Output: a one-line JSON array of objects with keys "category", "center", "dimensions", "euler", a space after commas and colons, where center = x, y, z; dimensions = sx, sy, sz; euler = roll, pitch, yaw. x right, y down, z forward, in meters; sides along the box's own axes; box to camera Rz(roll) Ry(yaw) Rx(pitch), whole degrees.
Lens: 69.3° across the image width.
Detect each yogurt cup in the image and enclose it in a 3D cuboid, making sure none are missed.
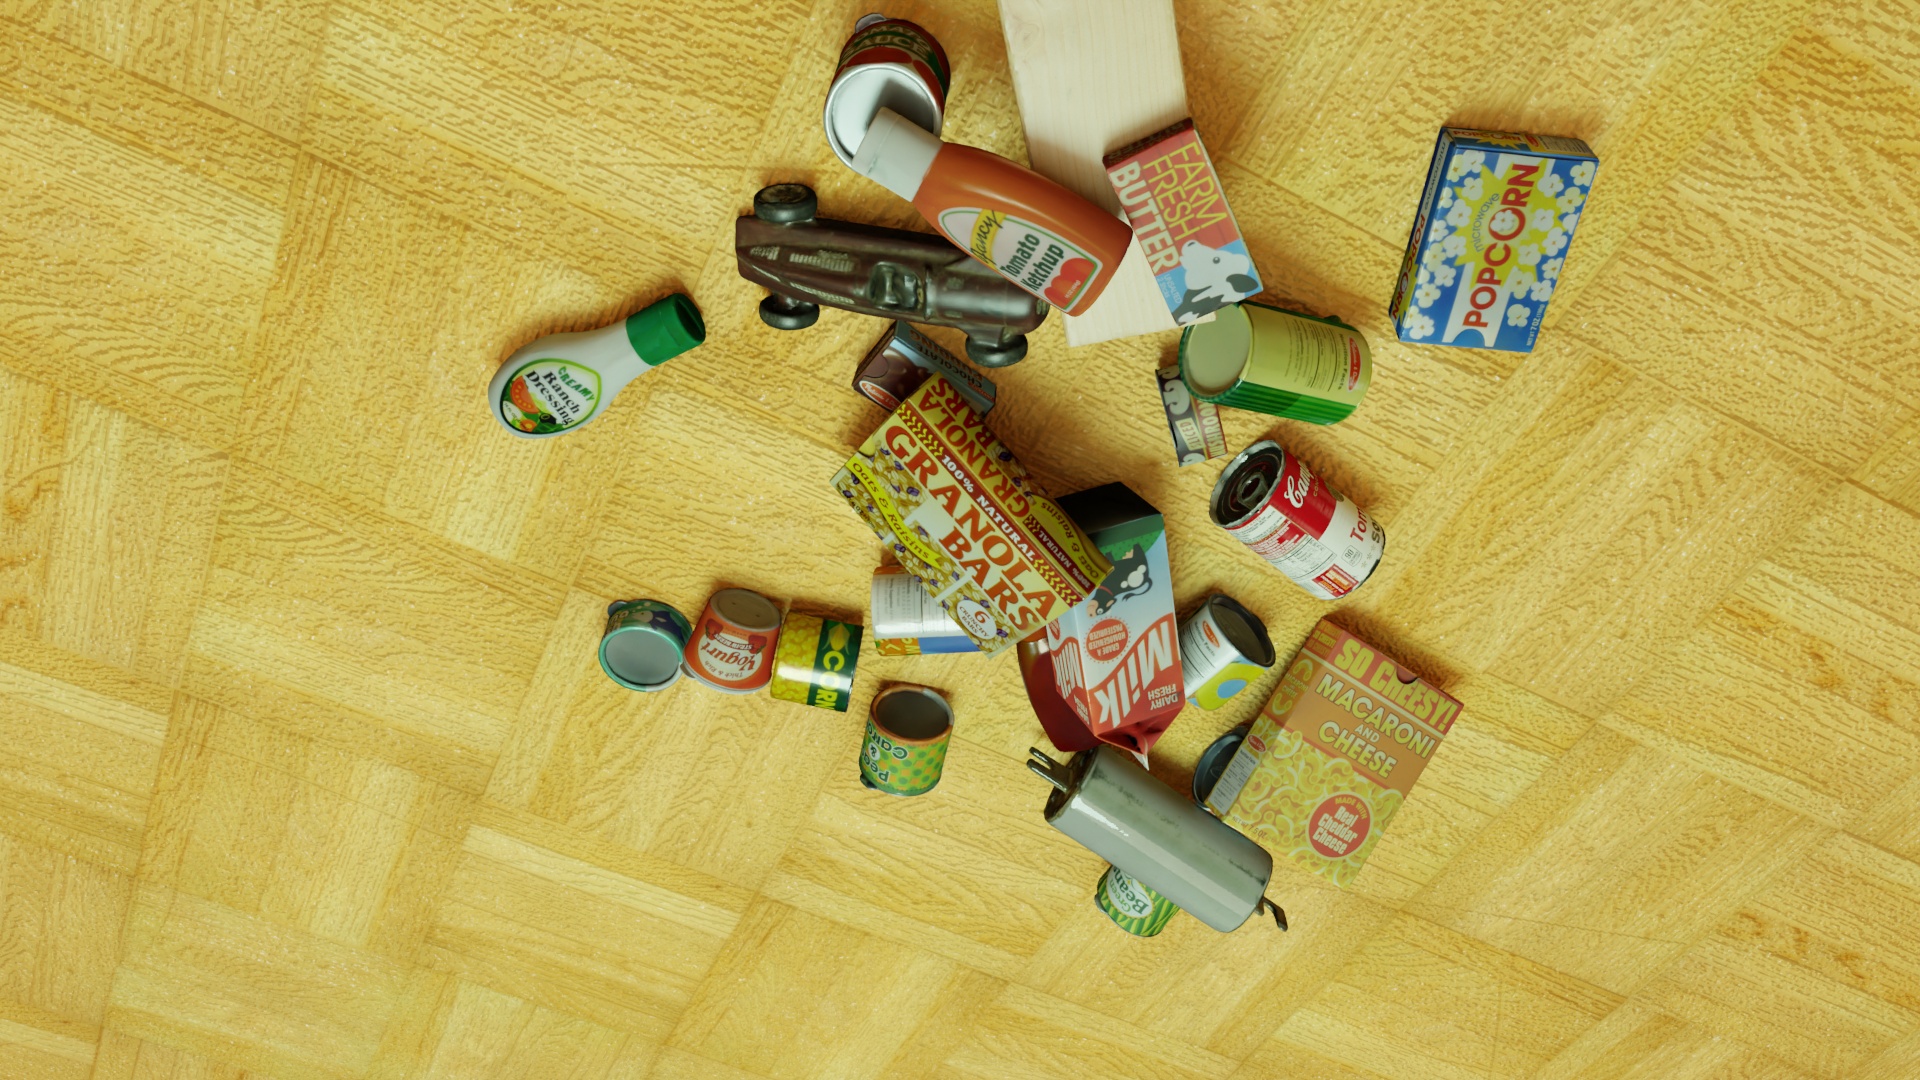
[{"category": "yogurt cup", "center": [-0.165, 0.072, 1.020], "dimensions": [0.072, 0.073, 0.053], "euler": [18, 116, -9]}]

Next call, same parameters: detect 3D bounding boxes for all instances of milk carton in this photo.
[{"category": "milk carton", "center": [0.105, 0.064, 0.965], "dimensions": [0.073, 0.072, 0.189], "euler": [-16, 115, -12]}]

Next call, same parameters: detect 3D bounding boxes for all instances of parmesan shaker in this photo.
[{"category": "parmesan shaker", "center": [0.192, -0.112, 0.853], "dimensions": [0.103, 0.071, 0.071], "euler": [6, 129, -33]}]

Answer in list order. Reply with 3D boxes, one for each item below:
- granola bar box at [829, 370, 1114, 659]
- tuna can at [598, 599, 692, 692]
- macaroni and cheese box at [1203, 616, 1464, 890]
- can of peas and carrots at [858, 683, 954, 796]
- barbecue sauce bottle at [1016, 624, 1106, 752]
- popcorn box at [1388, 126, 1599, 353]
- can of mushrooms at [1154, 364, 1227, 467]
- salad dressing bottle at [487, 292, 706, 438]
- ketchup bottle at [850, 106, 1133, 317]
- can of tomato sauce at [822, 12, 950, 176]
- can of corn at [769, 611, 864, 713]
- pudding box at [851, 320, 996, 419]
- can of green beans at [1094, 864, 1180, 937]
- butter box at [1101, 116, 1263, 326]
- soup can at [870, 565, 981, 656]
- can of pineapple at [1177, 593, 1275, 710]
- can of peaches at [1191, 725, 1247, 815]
[{"category": "granola bar box", "center": [0.003, -0.011, 0.896], "dimensions": [0.165, 0.039, 0.123], "euler": [48, 143, -2]}, {"category": "tuna can", "center": [-0.239, 0.079, 1.045], "dimensions": [0.071, 0.033, 0.070], "euler": [1, 125, 1]}, {"category": "macaroni and cheese box", "center": [0.278, 0.159, 1.030], "dimensions": [0.123, 0.040, 0.166], "euler": [31, 93, -17]}, {"category": "can of peas and carrots", "center": [-0.043, 0.153, 1.066], "dimensions": [0.071, 0.071, 0.058], "euler": [10, 124, -4]}, {"category": "barbecue sauce bottle", "center": [0.072, 0.090, 1.033], "dimensions": [0.065, 0.044, 0.148], "euler": [-21, 121, 10]}, {"category": "popcorn box", "center": [0.318, -0.181, 0.838], "dimensions": [0.085, 0.038, 0.126], "euler": [5, 124, -2]}, {"category": "can of mushrooms", "center": [0.149, -0.081, 0.894], "dimensions": [0.033, 0.071, 0.070], "euler": [-14, 123, 10]}, {"category": "salad dressing bottle", "center": [-0.236, -0.115, 0.905], "dimensions": [0.147, 0.044, 0.064], "euler": [-23, 122, 17]}, {"category": "ketchup bottle", "center": [0.015, -0.178, 0.741], "dimensions": [0.149, 0.044, 0.064], "euler": [29, 150, -8]}, {"category": "can of tomato sauce", "center": [-0.041, -0.250, 0.779], "dimensions": [0.071, 0.083, 0.070], "euler": [1, 125, 2]}, {"category": "can of corn", "center": [-0.106, 0.091, 1.025], "dimensions": [0.058, 0.071, 0.070], "euler": [12, 124, -4]}, {"category": "pudding box", "center": [-0.023, -0.102, 0.913], "dimensions": [0.083, 0.030, 0.049], "euler": [32, 121, -18]}, {"category": "can of green beans", "center": [0.155, 0.283, 1.148], "dimensions": [0.071, 0.071, 0.057], "euler": [23, 122, -13]}, {"category": "butter box", "center": [0.121, -0.172, 0.752], "dimensions": [0.053, 0.024, 0.103], "euler": [-23, 121, 15]}, {"category": "soup can", "center": [-0.017, 0.049, 0.997], "dimensions": [0.084, 0.072, 0.071], "euler": [-3, 124, 6]}, {"category": "can of pineapple", "center": [0.186, 0.082, 1.009], "dimensions": [0.071, 0.071, 0.057], "euler": [34, 120, -19]}, {"category": "can of peaches", "center": [0.225, 0.189, 1.082], "dimensions": [0.058, 0.071, 0.071], "euler": [33, 120, -19]}]
